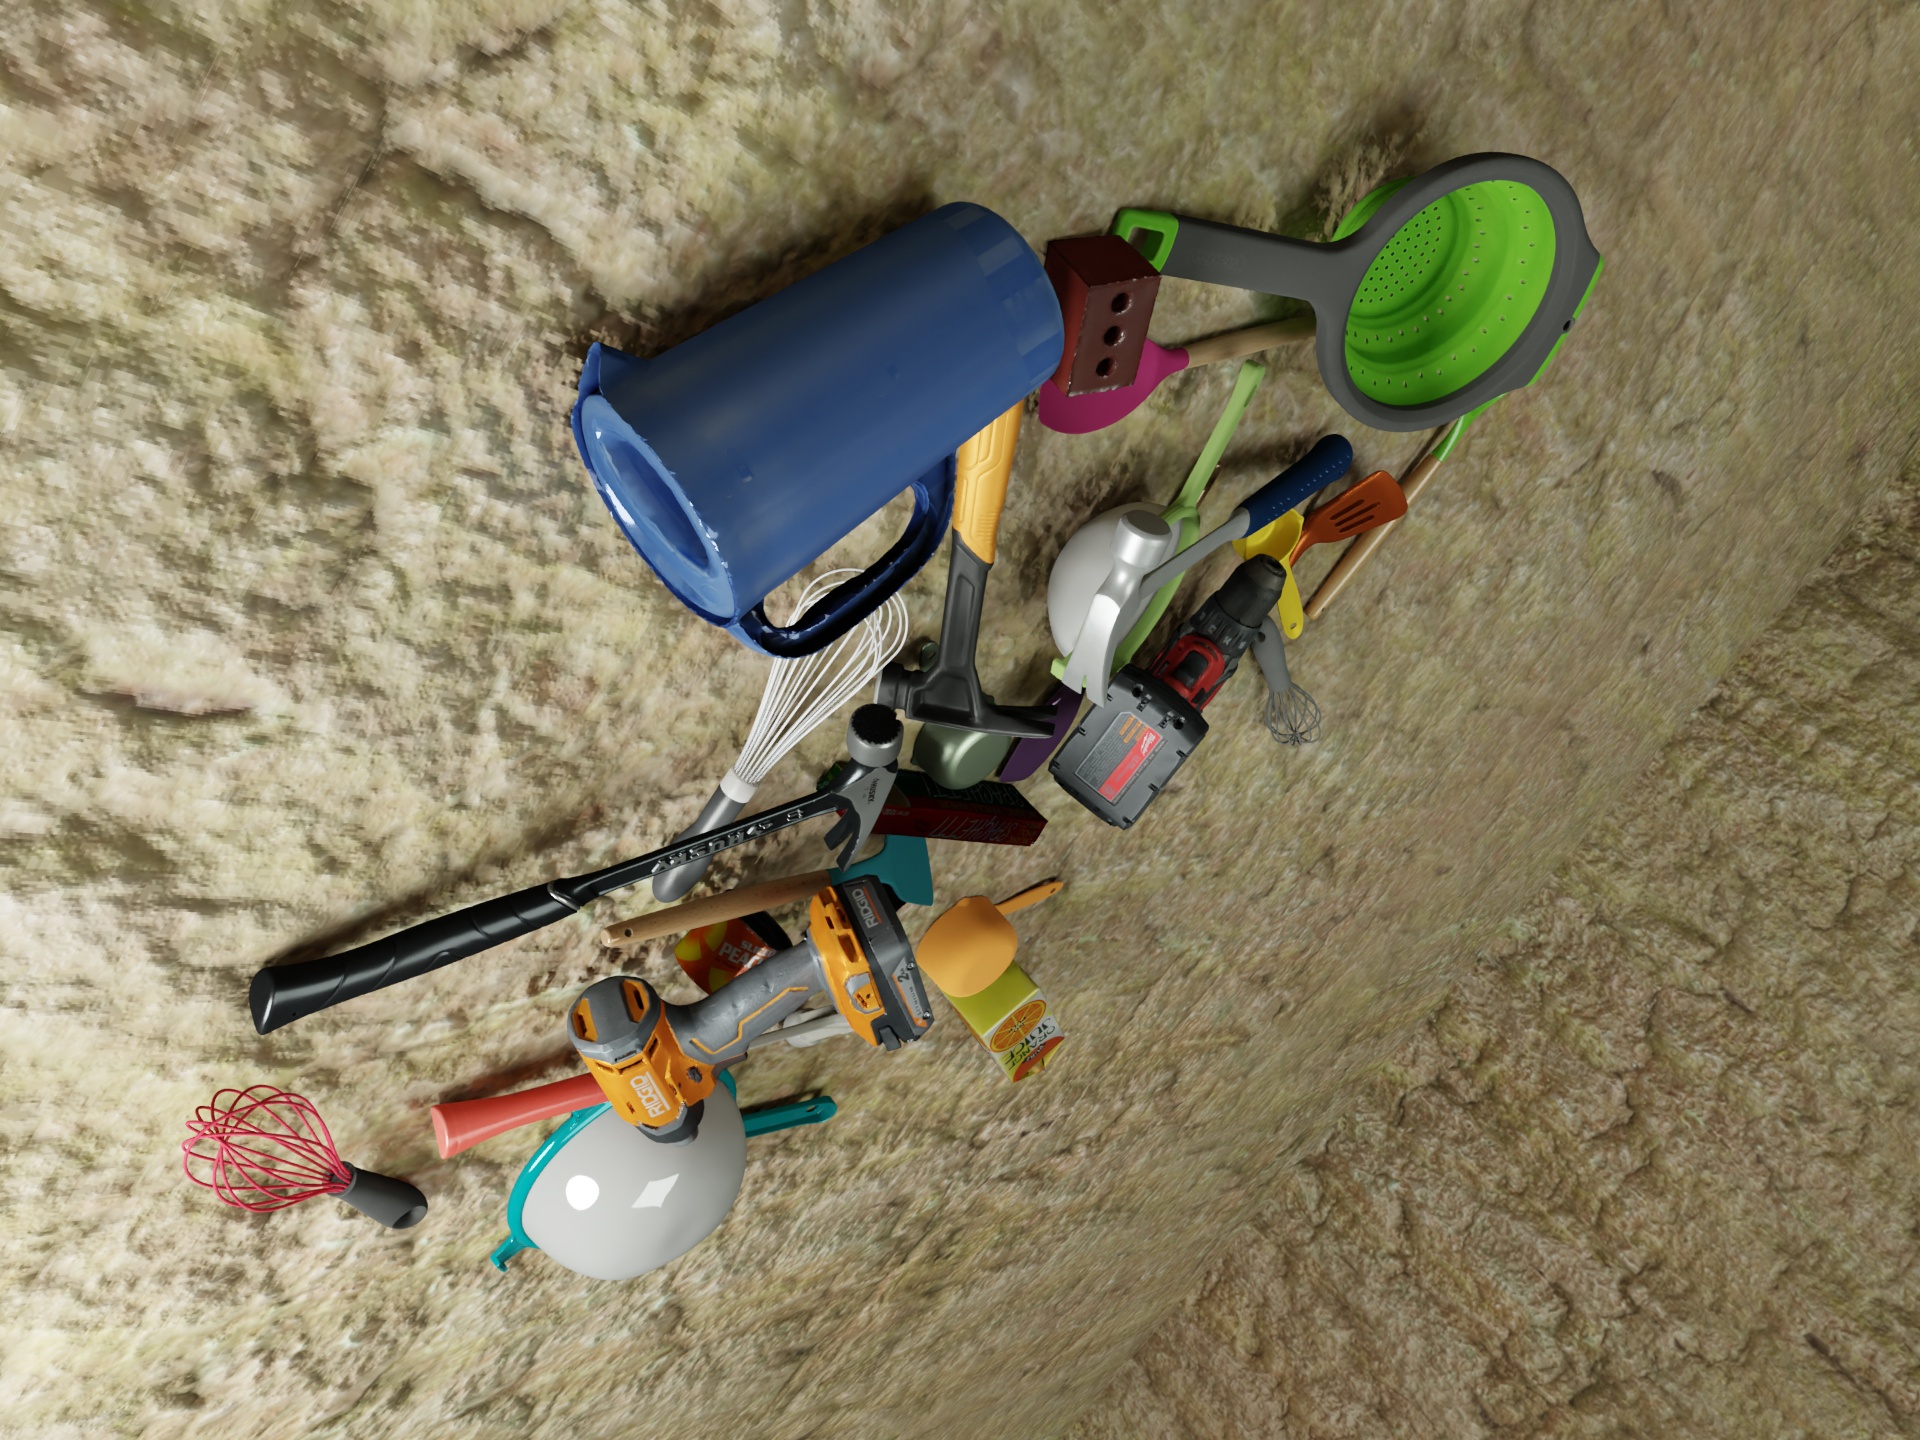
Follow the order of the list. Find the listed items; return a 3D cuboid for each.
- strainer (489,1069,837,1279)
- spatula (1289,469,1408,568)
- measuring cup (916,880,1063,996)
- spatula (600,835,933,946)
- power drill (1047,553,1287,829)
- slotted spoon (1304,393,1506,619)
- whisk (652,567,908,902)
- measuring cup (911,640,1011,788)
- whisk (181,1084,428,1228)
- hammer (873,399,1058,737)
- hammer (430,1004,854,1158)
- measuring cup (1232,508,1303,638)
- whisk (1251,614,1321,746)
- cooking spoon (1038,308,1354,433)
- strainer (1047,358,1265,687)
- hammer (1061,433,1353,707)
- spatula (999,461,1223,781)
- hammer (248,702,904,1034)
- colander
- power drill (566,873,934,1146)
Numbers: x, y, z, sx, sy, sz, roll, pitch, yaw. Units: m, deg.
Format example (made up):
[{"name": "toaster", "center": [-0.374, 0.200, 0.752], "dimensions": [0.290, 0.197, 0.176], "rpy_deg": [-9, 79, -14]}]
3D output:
[{"name": "strainer", "center": [-0.208, 0.381, 1.333], "dimensions": [0.340, 0.095, 0.211], "rpy_deg": [1, 127, -50]}, {"name": "spatula", "center": [0.257, -0.092, 1.387], "dimensions": [0.322, 0.041, 0.081], "rpy_deg": [-48, 144, 6]}, {"name": "measuring cup", "center": [0.042, 0.195, 1.458], "dimensions": [0.173, 0.052, 0.095], "rpy_deg": [-20, 142, -33]}, {"name": "spatula", "center": [-0.123, 0.122, 1.136], "dimensions": [0.317, 0.044, 0.082], "rpy_deg": [-10, 91, -44]}, {"name": "power drill", "center": [0.173, -0.031, 1.253], "dimensions": [0.187, 0.080, 0.227], "rpy_deg": [-55, 173, 33]}, {"name": "slotted spoon", "center": [0.414, -0.218, 1.444], "dimensions": [0.070, 0.031, 0.313], "rpy_deg": [9, 122, -55]}, {"name": "whisk", "center": [-0.126, 0.018, 1.035], "dimensions": [0.070, 0.070, 0.284], "rpy_deg": [3, 129, -53]}, {"name": "measuring cup", "center": [-0.002, -0.004, 1.174], "dimensions": [0.083, 0.038, 0.167], "rpy_deg": [-38, 152, -12]}, {"name": "whisk", "center": [-0.407, 0.290, 1.019], "dimensions": [0.073, 0.073, 0.295], "rpy_deg": [-38, 156, -13]}, {"name": "hammer", "center": [0.019, -0.129, 1.000], "dimensions": [0.034, 0.127, 0.336], "rpy_deg": [-74, 173, -50]}, {"name": "hammer", "center": [-0.214, 0.258, 1.186], "dimensions": [0.359, 0.037, 0.149], "rpy_deg": [-8, 169, -41]}, {"name": "measuring cup", "center": [0.264, -0.126, 1.339], "dimensions": [0.062, 0.029, 0.156], "rpy_deg": [-34, 138, -6]}, {"name": "whisk", "center": [0.306, -0.036, 1.513], "dimensions": [0.055, 0.055, 0.238], "rpy_deg": [-43, 146, -5]}, {"name": "cooking spoon", "center": [0.170, -0.255, 1.102], "dimensions": [0.319, 0.017, 0.068], "rpy_deg": [-22, 132, -35]}, {"name": "strainer", "center": [0.128, -0.148, 1.133], "dimensions": [0.256, 0.069, 0.151], "rpy_deg": [-63, 161, 15]}, {"name": "hammer", "center": [0.194, -0.135, 1.152], "dimensions": [0.405, 0.035, 0.144], "rpy_deg": [-35, 152, -49]}, {"name": "spatula", "center": [0.120, -0.073, 1.263], "dimensions": [0.059, 0.018, 0.315], "rpy_deg": [-4, 131, -51]}, {"name": "hammer", "center": [-0.225, 0.102, 0.978], "dimensions": [0.409, 0.036, 0.149], "rpy_deg": [-20, 149, -23]}, {"name": "colander", "center": [0.254, -0.316, 1.083], "dimensions": [0.397, 0.095, 0.204], "rpy_deg": [1, 129, -29]}, {"name": "power drill", "center": [-0.138, 0.211, 1.099], "dimensions": [0.226, 0.084, 0.164], "rpy_deg": [-23, 135, -9]}]
